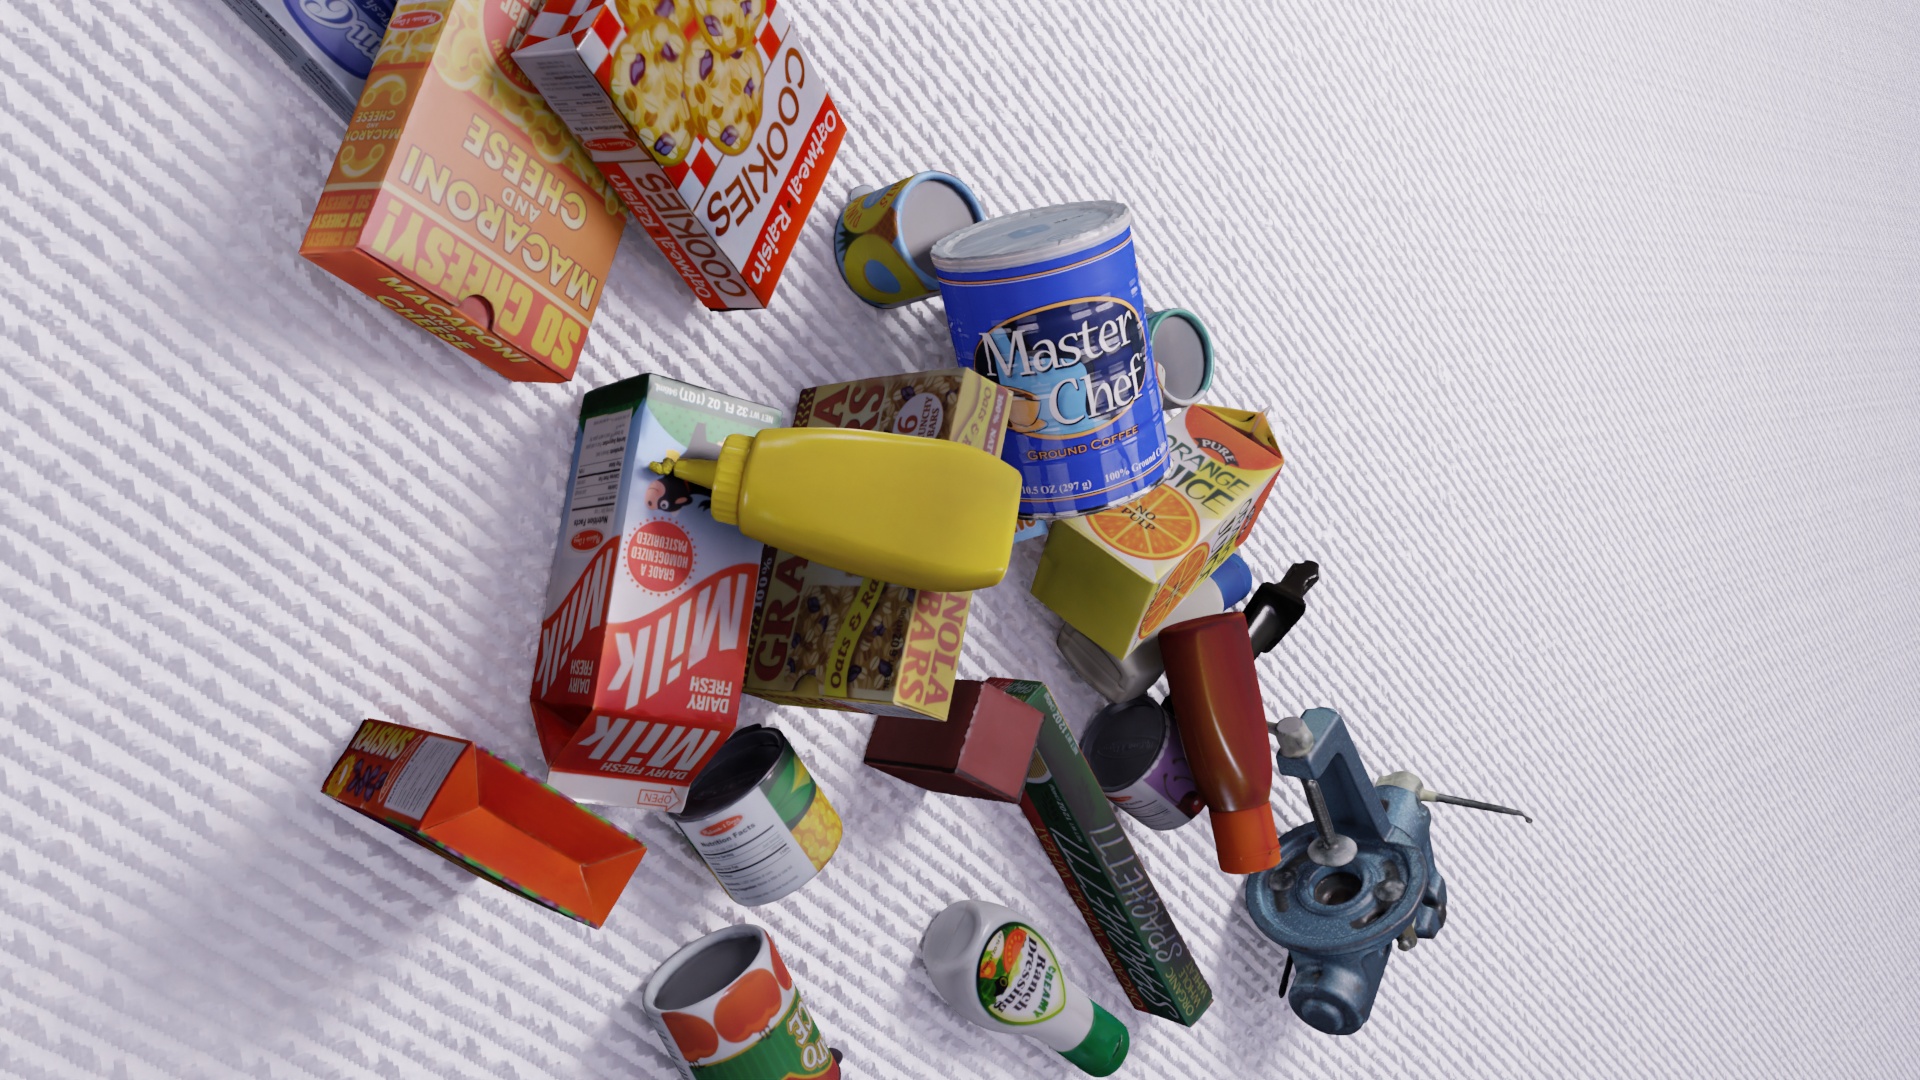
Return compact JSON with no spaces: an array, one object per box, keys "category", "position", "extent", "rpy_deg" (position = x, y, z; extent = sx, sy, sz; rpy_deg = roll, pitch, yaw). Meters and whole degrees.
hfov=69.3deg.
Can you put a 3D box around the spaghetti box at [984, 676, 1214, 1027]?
[{"category":"spaghetti box","position":[0.080,0.189,0.830],"extent":[0.029,0.050,0.249],"rpy_deg":[-41,112,-32]}]

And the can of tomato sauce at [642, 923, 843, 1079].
[{"category":"can of tomato sauce","position":[-0.102,0.236,0.664],"extent":[0.071,0.071,0.083],"rpy_deg":[-35,109,-36]}]

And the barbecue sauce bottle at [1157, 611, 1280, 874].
[{"category":"barbecue sauce bottle","position":[0.157,0.119,0.819],"extent":[0.065,0.043,0.148],"rpy_deg":[-11,89,-49]}]

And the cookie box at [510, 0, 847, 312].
[{"category":"cookie box","position":[-0.122,-0.207,0.651],"extent":[0.167,0.040,0.123],"rpy_deg":[56,47,-52]}]

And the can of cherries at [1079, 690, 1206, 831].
[{"category":"can of cherries","position":[0.117,0.134,0.854],"extent":[0.058,0.071,0.072],"rpy_deg":[39,64,-32]}]

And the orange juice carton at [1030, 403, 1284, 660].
[{"category":"orange juice carton","position":[0.132,-0.018,0.852],"extent":[0.194,0.073,0.071],"rpy_deg":[-38,154,-38]}]

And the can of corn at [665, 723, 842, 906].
[{"category":"can of corn","position":[-0.099,0.133,0.677],"extent":[0.071,0.071,0.058],"rpy_deg":[-44,115,-33]}]

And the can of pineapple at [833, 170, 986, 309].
[{"category":"can of pineapple","position":[-0.027,-0.165,0.759],"extent":[0.071,0.058,0.071],"rpy_deg":[3,85,-39]}]

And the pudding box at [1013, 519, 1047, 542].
[{"category":"pudding box","position":[0.003,-0.010,0.780],"extent":[0.084,0.049,0.030],"rpy_deg":[-16,99,-39]}]

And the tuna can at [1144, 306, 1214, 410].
[{"category":"tuna can","position":[0.133,-0.120,0.907],"extent":[0.071,0.033,0.071],"rpy_deg":[2,86,-40]}]

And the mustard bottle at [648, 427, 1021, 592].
[{"category":"mustard bottle","position":[-0.056,-0.020,0.608],"extent":[0.160,0.048,0.065],"rpy_deg":[12,75,-2]}]

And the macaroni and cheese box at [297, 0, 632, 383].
[{"category":"macaroni and cheese box","position":[-0.197,-0.169,0.604],"extent":[0.123,0.040,0.167],"rpy_deg":[37,63,-56]}]

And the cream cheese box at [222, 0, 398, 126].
[{"category":"cream cheese box","position":[-0.263,-0.218,0.589],"extent":[0.103,0.024,0.053],"rpy_deg":[48,61,-27]}]

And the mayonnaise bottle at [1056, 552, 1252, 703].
[{"category":"mayonnaise bottle","position":[0.130,0.048,0.878],"extent":[0.149,0.041,0.065],"rpy_deg":[-25,61,-41]}]

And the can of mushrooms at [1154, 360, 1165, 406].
[{"category":"can of mushrooms","position":[0.091,-0.091,0.846],"extent":[0.071,0.071,0.033],"rpy_deg":[15,77,-38]}]

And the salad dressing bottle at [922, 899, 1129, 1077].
[{"category":"salad dressing bottle","position":[0.041,0.261,0.797],"extent":[0.147,0.044,0.064],"rpy_deg":[44,60,-29]}]

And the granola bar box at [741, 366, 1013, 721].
[{"category":"granola bar box","position":[-0.046,0.001,0.689],"extent":[0.039,0.124,0.166],"rpy_deg":[25,71,-43]}]

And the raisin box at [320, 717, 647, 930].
[{"category":"raisin box","position":[-0.194,0.111,0.559],"extent":[0.086,0.123,0.040],"rpy_deg":[40,64,-31]}]

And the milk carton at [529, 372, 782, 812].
[{"category":"milk carton","position":[-0.143,0.027,0.640],"extent":[0.072,0.073,0.191],"rpy_deg":[15,78,-37]}]
